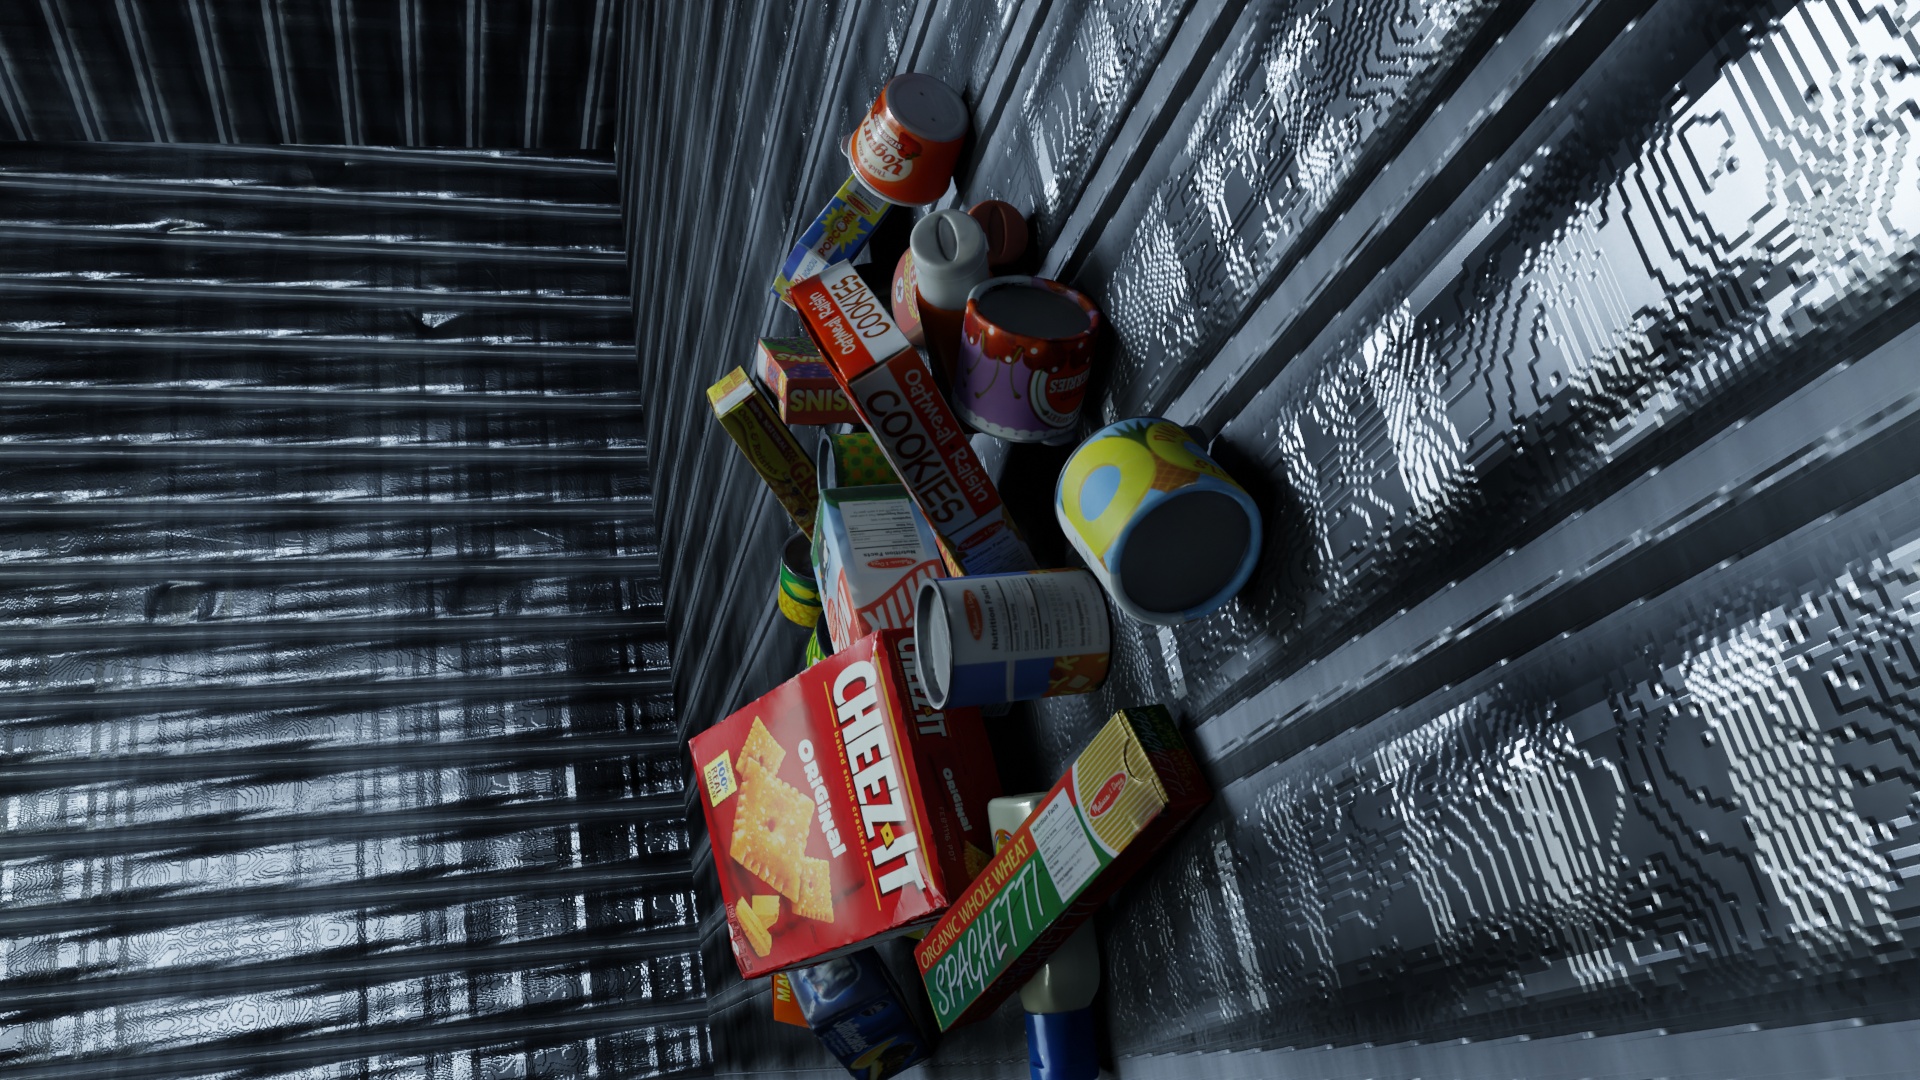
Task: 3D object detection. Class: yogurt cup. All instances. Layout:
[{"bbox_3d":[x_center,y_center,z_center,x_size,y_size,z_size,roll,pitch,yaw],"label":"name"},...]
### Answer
[{"bbox_3d":[-0.029,-0.246,0.847,0.053,0.072,0.072,128,136,-54],"label":"yogurt cup"}]

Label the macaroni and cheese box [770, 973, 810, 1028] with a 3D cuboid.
[{"bbox_3d":[-0.104,0.282,1.106,0.167,0.040,0.123,-58,-26,-62],"label":"macaroni and cheese box"}]

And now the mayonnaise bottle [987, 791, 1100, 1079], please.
[{"bbox_3d":[0.047,0.210,0.738,0.064,0.041,0.148,154,112,-64],"label":"mayonnaise bottle"}]

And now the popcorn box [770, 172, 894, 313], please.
[{"bbox_3d":[-0.092,-0.220,1.019,0.085,0.038,0.126,-56,10,-15],"label":"popcorn box"}]

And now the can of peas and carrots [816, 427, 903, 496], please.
[{"bbox_3d":[-0.072,-0.050,1.033,0.071,0.059,0.071,178,89,-72],"label":"can of peas and carrots"}]

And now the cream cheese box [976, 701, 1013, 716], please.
[{"bbox_3d":[0.024,0.058,0.808,0.103,0.024,0.053,113,147,-56],"label":"cream cheese box"}]

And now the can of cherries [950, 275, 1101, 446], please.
[{"bbox_3d":[0.034,-0.088,0.680,0.072,0.071,0.058,-114,27,-48],"label":"can of cherries"}]

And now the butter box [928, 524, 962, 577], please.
[{"bbox_3d":[0.003,-0.011,0.859,0.104,0.024,0.052,-115,28,-49],"label":"butter box"}]

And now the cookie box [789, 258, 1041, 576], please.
[{"bbox_3d":[-0.024,-0.055,0.739,0.166,0.040,0.123,59,179,-36],"label":"cookie box"}]

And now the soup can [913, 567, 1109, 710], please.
[{"bbox_3d":[0.024,0.050,0.705,0.071,0.084,0.071,177,89,-73],"label":"soup can"}]

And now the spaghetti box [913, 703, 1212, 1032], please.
[{"bbox_3d":[0.040,0.168,0.678,0.248,0.029,0.050,-58,45,42],"label":"spaghetti box"}]

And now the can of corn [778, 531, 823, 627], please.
[{"bbox_3d":[-0.122,0.035,1.204,0.071,0.071,0.058,-111,24,-43],"label":"can of corn"}]

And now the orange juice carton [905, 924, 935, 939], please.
[{"bbox_3d":[-0.048,0.209,0.990,0.193,0.073,0.071,-131,40,-62],"label":"orange juice carton"}]

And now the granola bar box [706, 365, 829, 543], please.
[{"bbox_3d":[-0.137,-0.055,1.114,0.165,0.039,0.124,55,178,-21],"label":"granola bar box"}]

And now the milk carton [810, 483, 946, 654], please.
[{"bbox_3d":[-0.048,0.054,0.954,0.072,0.073,0.191,105,154,-45],"label":"milk carton"}]

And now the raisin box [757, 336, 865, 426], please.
[{"bbox_3d":[-0.106,-0.125,1.080,0.124,0.086,0.040,-129,41,-62],"label":"raisin box"}]

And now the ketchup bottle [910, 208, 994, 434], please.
[{"bbox_3d":[0.001,-0.117,0.738,0.148,0.043,0.065,78,180,-65],"label":"ketchup bottle"}]

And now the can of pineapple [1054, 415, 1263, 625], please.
[{"bbox_3d":[0.079,-0.009,0.549,0.058,0.071,0.070,-122,33,-55],"label":"can of pineapple"}]

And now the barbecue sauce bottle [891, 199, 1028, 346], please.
[{"bbox_3d":[-0.002,-0.158,0.809,0.148,0.044,0.065,164,105,-72],"label":"barbecue sauce bottle"}]

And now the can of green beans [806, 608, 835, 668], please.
[{"bbox_3d":[-0.085,0.083,1.089,0.057,0.071,0.071,119,143,-61],"label":"can of green beans"}]
